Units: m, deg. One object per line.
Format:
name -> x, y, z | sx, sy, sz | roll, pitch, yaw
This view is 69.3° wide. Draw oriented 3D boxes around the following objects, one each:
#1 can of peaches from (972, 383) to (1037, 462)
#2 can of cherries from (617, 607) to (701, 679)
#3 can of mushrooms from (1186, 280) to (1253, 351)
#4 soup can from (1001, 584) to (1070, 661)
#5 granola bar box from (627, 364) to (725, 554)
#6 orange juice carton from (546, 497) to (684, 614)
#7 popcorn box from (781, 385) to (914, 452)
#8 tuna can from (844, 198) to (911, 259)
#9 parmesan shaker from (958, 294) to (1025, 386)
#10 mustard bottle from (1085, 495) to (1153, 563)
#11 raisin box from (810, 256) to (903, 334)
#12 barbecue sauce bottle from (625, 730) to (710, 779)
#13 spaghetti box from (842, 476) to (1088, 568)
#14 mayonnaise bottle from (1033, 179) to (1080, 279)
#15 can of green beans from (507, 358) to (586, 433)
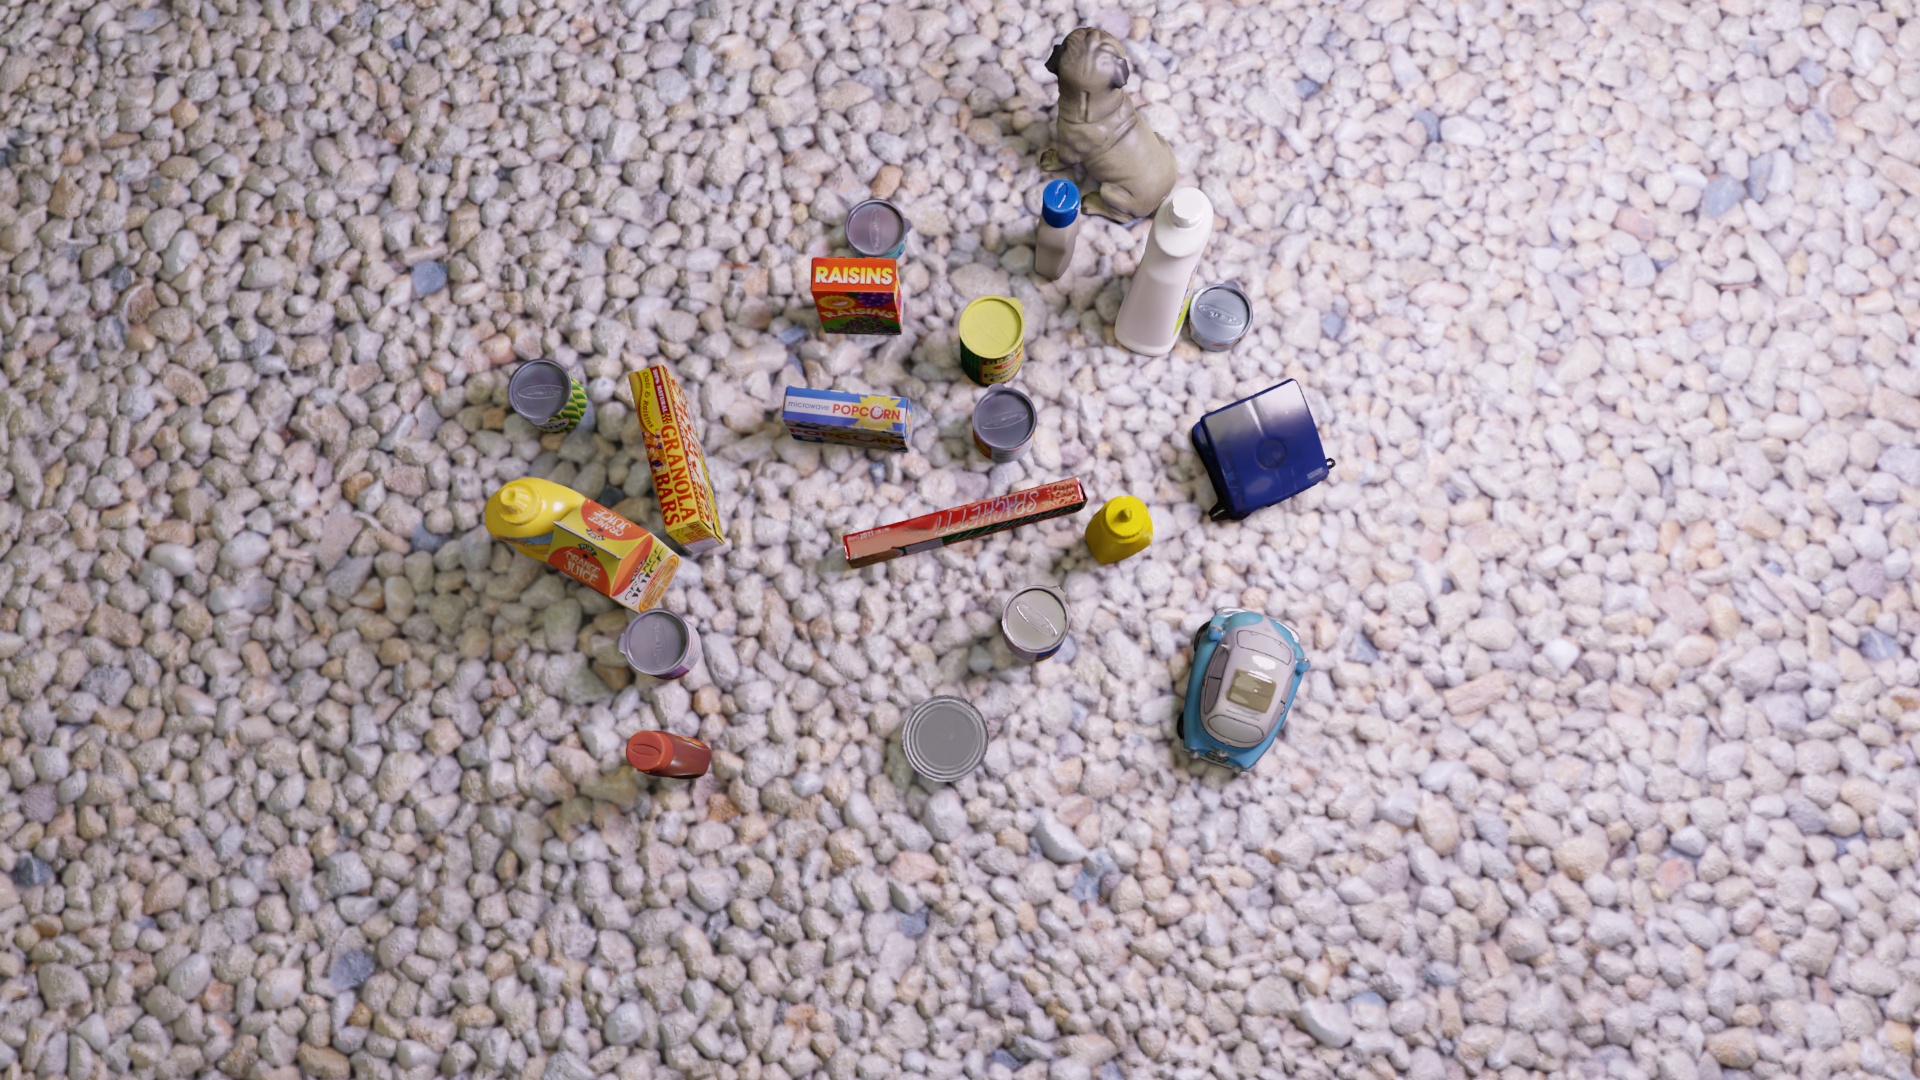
can of peaches -> 0.045, -0.120, 1.430 | 0.071, 0.058, 0.071 | 0, 79, 1
can of cherries -> -0.300, 0.104, 1.391 | 0.071, 0.058, 0.071 | 0, 79, 1
can of mushrooms -> 0.273, -0.236, 1.461 | 0.071, 0.033, 0.071 | 0, 78, 1
soup can -> 0.076, 0.081, 1.374 | 0.071, 0.083, 0.071 | 0, 79, 1
granola bar box -> -0.283, -0.079, 1.395 | 0.039, 0.124, 0.166 | -16, 79, -2
orange juice carton -> -0.335, 0.017, 1.341 | 0.072, 0.192, 0.073 | 29, 81, 7
popcorn box -> -0.114, -0.124, 1.420 | 0.127, 0.085, 0.038 | 6, 79, 3
tuna can -> -0.087, -0.330, 1.488 | 0.071, 0.032, 0.071 | 0, 78, 1
parmesan shaker -> 0.034, -0.204, 1.424 | 0.071, 0.103, 0.071 | 0, 79, 1
mustard bottle -> 0.158, -0.015, 1.353 | 0.065, 0.160, 0.049 | -22, 79, -3
raisin box -> -0.104, -0.251, 1.426 | 0.086, 0.123, 0.040 | 2, 79, 2
barbecue sauce bottle -> -0.283, 0.204, 1.324 | 0.065, 0.148, 0.044 | 11, 79, 3
spaghetti box -> 0.005, -0.018, 1.413 | 0.250, 0.050, 0.029 | -14, 79, -2
mayonnaise bottle -> 0.100, -0.322, 1.424 | 0.041, 0.148, 0.065 | 18, 80, 5
can of green beans -> -0.429, -0.149, 1.446 | 0.071, 0.057, 0.071 | 0, 79, 1
